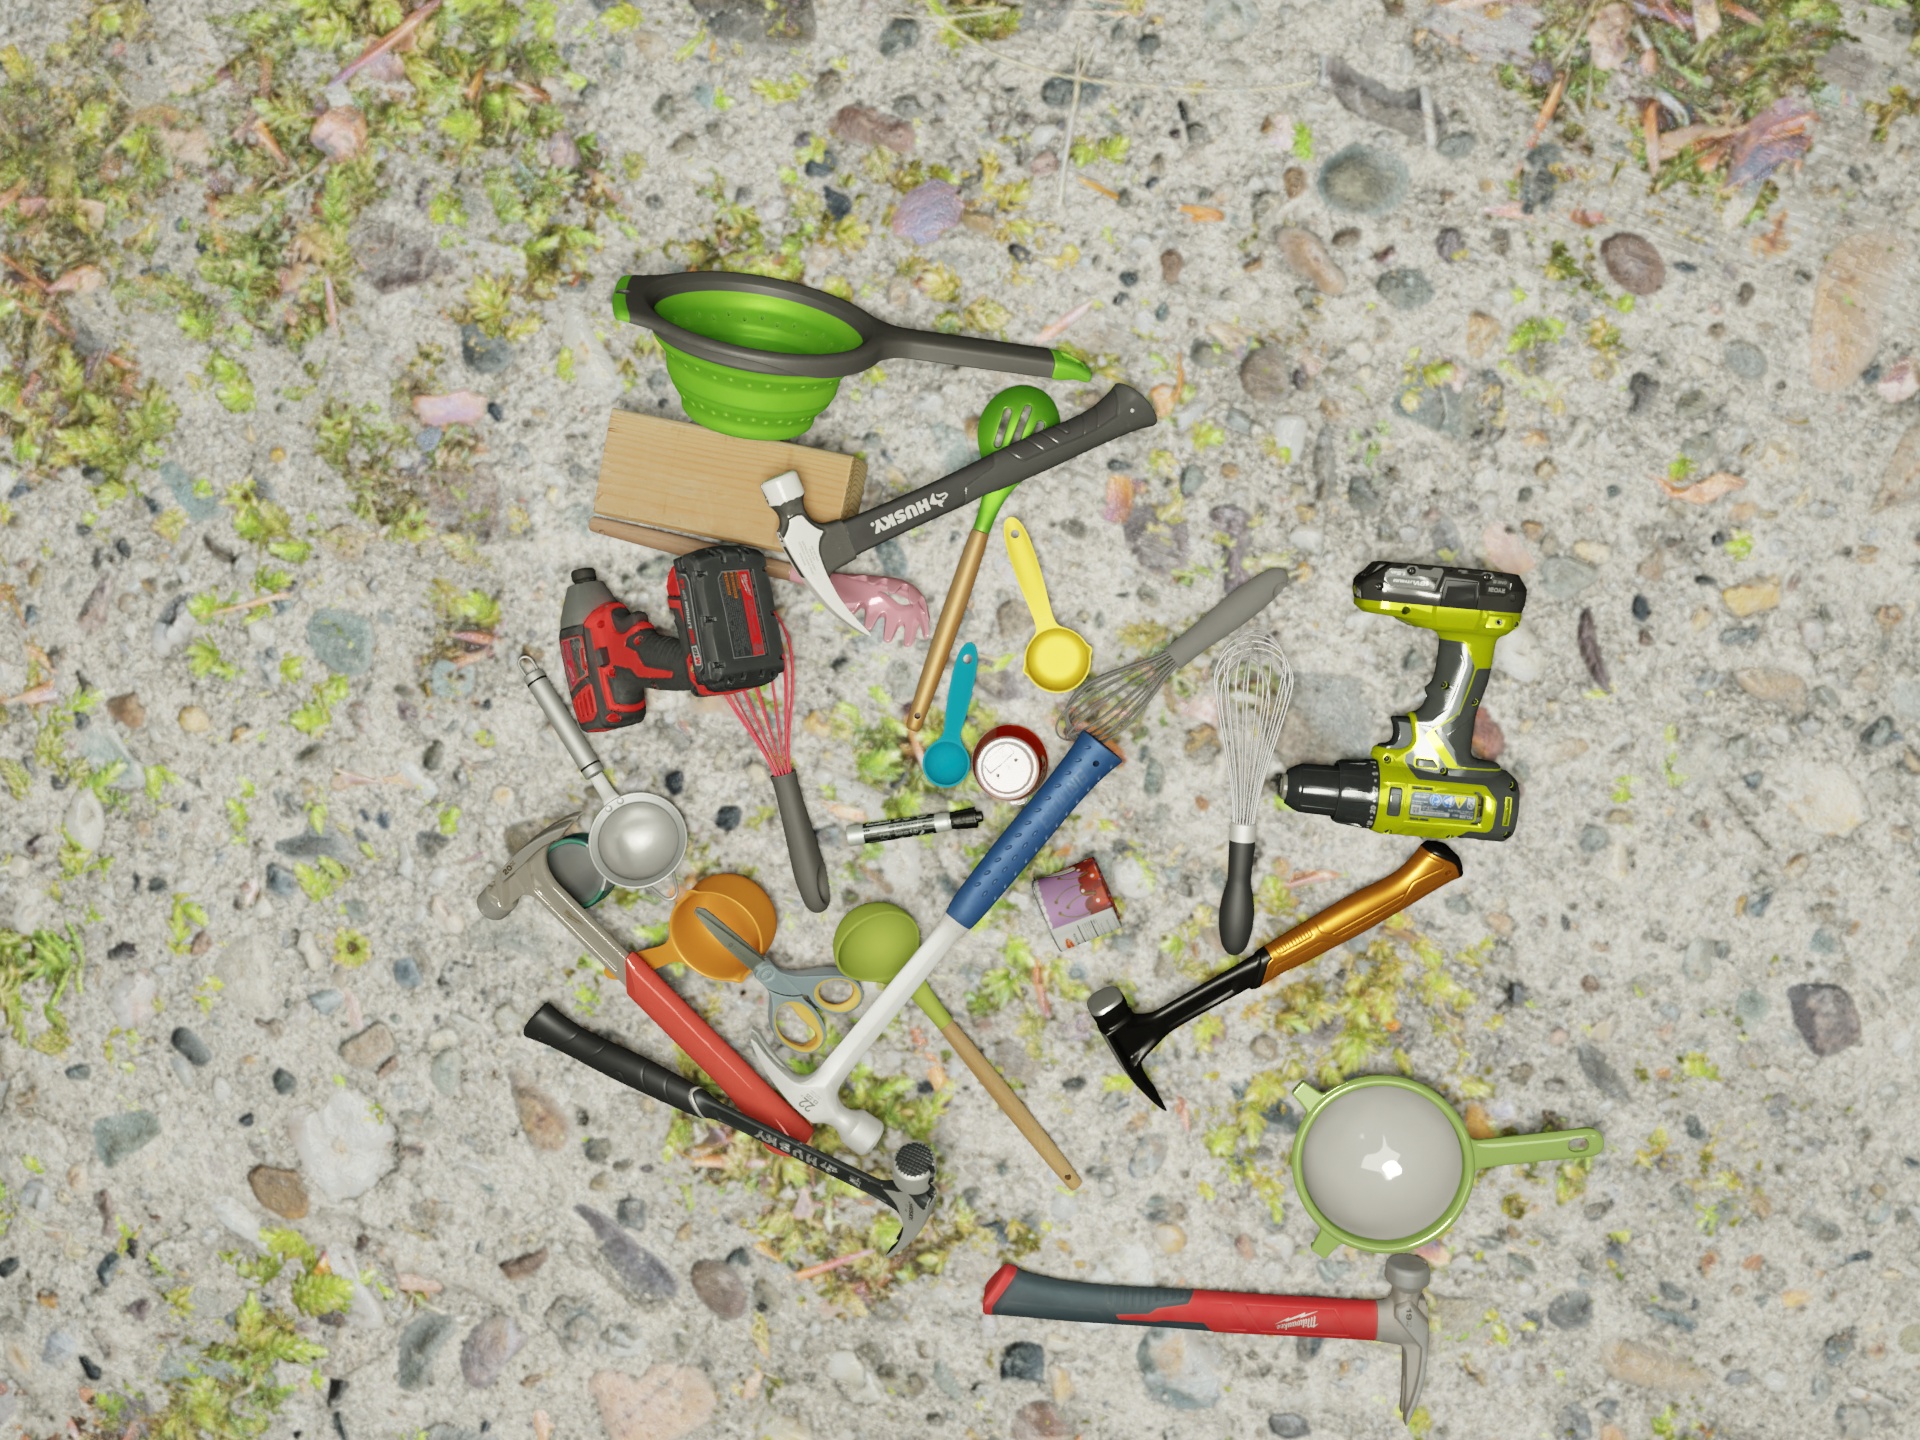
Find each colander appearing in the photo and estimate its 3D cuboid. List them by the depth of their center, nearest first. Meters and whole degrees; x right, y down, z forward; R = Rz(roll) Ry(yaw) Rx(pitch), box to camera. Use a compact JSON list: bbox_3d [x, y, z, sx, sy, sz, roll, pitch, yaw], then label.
[{"bbox_3d":[-0.090,-0.284,1.322,0.397,0.205,0.094,5,121,-12],"label":"colander"}]

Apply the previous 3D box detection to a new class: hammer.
[{"bbox_3d":[0.014,-0.192,1.311,0.335,0.035,0.146,-26,104,-12],"label":"hammer"},{"bbox_3d":[-0.013,0.173,1.336,0.144,0.035,0.405,38,95,-9],"label":"hammer"},{"bbox_3d":[0.279,0.206,1.358,0.337,0.034,0.127,-30,116,1],"label":"hammer"},{"bbox_3d":[-0.206,0.340,1.372,0.409,0.036,0.149,21,136,18],"label":"hammer"},{"bbox_3d":[-0.257,0.241,1.386,0.359,0.037,0.149,47,123,-8],"label":"hammer"},{"bbox_3d":[0.212,0.534,1.400,0.386,0.038,0.143,2,96,5],"label":"hammer"}]

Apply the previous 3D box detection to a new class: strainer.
[{"bbox_3d":[0.408,0.363,1.354,0.256,0.069,0.151,-7,92,5],"label":"strainer"},{"bbox_3d":[-0.319,0.050,1.405,0.087,0.050,0.258,-32,85,-11],"label":"strainer"}]

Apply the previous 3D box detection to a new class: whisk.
[{"bbox_3d":[0.243,0.063,1.352,0.070,0.070,0.284,3,99,4],"label":"whisk"},{"bbox_3d":[0.180,-0.056,1.352,0.239,0.055,0.055,-37,91,2],"label":"whisk"},{"bbox_3d":[-0.159,0.027,1.382,0.073,0.073,0.296,-13,98,6],"label":"whisk"}]

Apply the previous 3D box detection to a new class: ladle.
[{"bbox_3d":[0.004,0.290,1.390,0.078,0.062,0.320,-38,93,4],"label":"ladle"}]

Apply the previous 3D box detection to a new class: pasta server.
[{"bbox_3d":[-0.175,-0.130,1.379,0.316,0.040,0.060,14,138,5],"label":"pasta server"}]

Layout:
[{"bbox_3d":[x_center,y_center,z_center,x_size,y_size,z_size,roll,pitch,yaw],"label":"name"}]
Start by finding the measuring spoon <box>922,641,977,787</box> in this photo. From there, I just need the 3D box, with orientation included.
[{"bbox_3d":[-0.002,-0.004,1.389,0.042,0.021,0.128,11,86,11],"label":"measuring spoon"}]

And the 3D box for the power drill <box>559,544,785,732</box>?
[{"bbox_3d":[-0.255,-0.074,1.331,0.220,0.078,0.143,-11,90,40],"label":"power drill"}]

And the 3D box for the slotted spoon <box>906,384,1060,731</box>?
[{"bbox_3d":[0.011,-0.138,1.369,0.070,0.031,0.313,19,97,-2],"label":"slotted spoon"}]

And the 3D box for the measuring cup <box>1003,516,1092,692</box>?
[{"bbox_3d":[0.068,-0.100,1.365,0.062,0.029,0.156,-18,93,6],"label":"measuring cup"}]

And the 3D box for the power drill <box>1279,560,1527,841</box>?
[{"bbox_3d":[0.372,-0.015,1.325,0.190,0.080,0.228,6,98,4],"label":"power drill"}]

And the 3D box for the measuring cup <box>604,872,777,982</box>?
[{"bbox_3d":[-0.240,0.191,1.408,0.173,0.052,0.095,-21,104,26],"label":"measuring cup"}]
